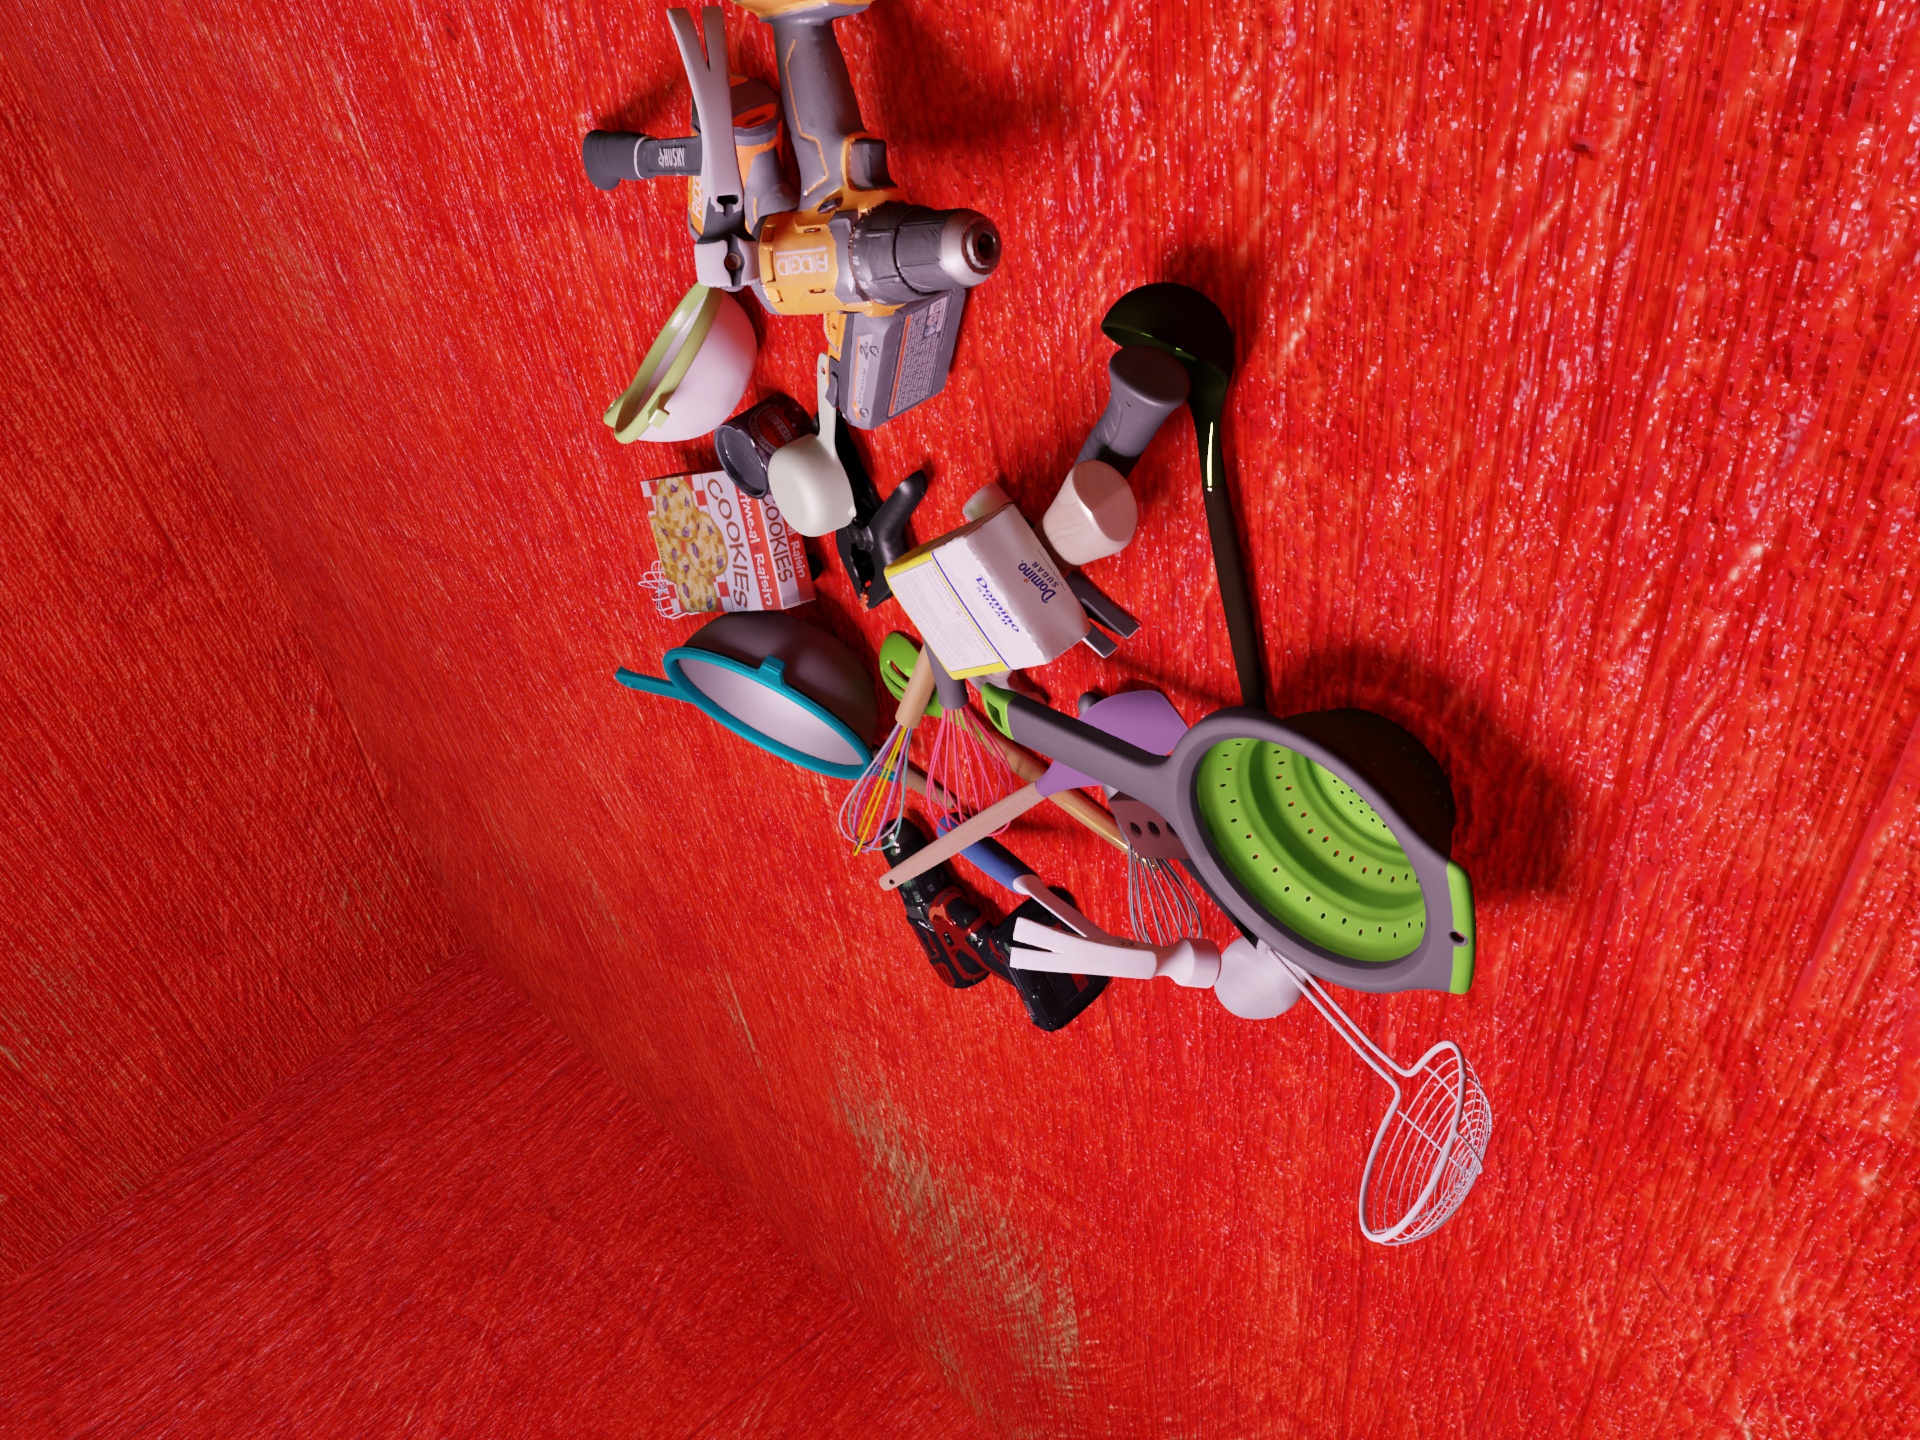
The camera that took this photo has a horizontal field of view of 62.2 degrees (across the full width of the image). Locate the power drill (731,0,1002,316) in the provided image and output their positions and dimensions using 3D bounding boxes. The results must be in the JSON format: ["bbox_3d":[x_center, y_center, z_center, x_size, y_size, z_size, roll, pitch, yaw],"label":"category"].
[{"bbox_3d":[-0.055,-0.340,0.882,0.185,0.084,0.226,13,114,46],"label":"power drill"}]

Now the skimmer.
[{"bbox_3d":[0.218,0.183,1.051,0.364,0.090,0.127,51,125,47],"label":"skimmer"}]

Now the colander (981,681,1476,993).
[{"bbox_3d":[0.178,0.032,1.032,0.397,0.094,0.204,26,143,40],"label":"colander"}]

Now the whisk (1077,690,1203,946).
[{"bbox_3d":[0.132,0.087,1.208,0.055,0.055,0.239,3,118,55],"label":"whisk"}]

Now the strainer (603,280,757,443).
[{"bbox_3d":[-0.226,-0.263,1.279,0.069,0.151,0.256,29,163,-22],"label":"strainer"}]

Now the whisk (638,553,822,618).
[{"bbox_3d":[-0.214,-0.132,1.474,0.285,0.070,0.070,0,124,51],"label":"whisk"}]

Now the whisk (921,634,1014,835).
[{"bbox_3d":[-0.002,-0.004,1.214,0.073,0.073,0.295,33,151,32],"label":"whisk"}]

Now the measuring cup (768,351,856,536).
[{"bbox_3d":[-0.114,-0.204,1.185,0.083,0.038,0.167,50,154,26],"label":"measuring cup"}]

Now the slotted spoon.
[{"bbox_3d":[0.041,0.028,1.309,0.314,0.031,0.070,37,146,23],"label":"slotted spoon"}]

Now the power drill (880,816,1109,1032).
[{"bbox_3d":[0.018,0.184,1.481,0.227,0.080,0.187,10,132,56],"label":"power drill"}]

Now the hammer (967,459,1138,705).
[{"bbox_3d":[0.037,-0.094,1.065,0.146,0.038,0.410,50,165,4],"label":"hammer"}]

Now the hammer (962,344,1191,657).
[{"bbox_3d":[0.081,-0.136,0.966,0.146,0.035,0.334,48,166,4],"label":"hammer"}]

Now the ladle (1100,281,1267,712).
[{"bbox_3d":[0.147,-0.114,0.949,0.078,0.062,0.319,29,148,44],"label":"ladle"}]

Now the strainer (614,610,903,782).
[{"bbox_3d":[-0.198,-0.048,1.469,0.340,0.095,0.210,12,157,43],"label":"strainer"}]

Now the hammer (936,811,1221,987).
[{"bbox_3d":[0.052,0.130,1.253,0.406,0.144,0.035,-152,71,-70],"label":"hammer"}]

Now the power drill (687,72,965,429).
[{"bbox_3d":[-0.103,-0.304,1.075,0.227,0.084,0.164,48,153,17],"label":"power drill"}]

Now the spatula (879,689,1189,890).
[{"bbox_3d":[0.043,0.061,1.216,0.316,0.018,0.059,-35,98,36],"label":"spatula"}]

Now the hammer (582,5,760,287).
[{"bbox_3d":[-0.205,-0.378,1.052,0.409,0.036,0.149,-139,42,-61],"label":"hammer"}]

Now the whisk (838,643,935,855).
[{"bbox_3d":[-0.050,0.020,1.332,0.051,0.047,0.244,34,123,17],"label":"whisk"}]

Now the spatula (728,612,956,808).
[{"bbox_3d":[-0.122,-0.005,1.522,0.318,0.044,0.082,32,146,25],"label":"spatula"}]
